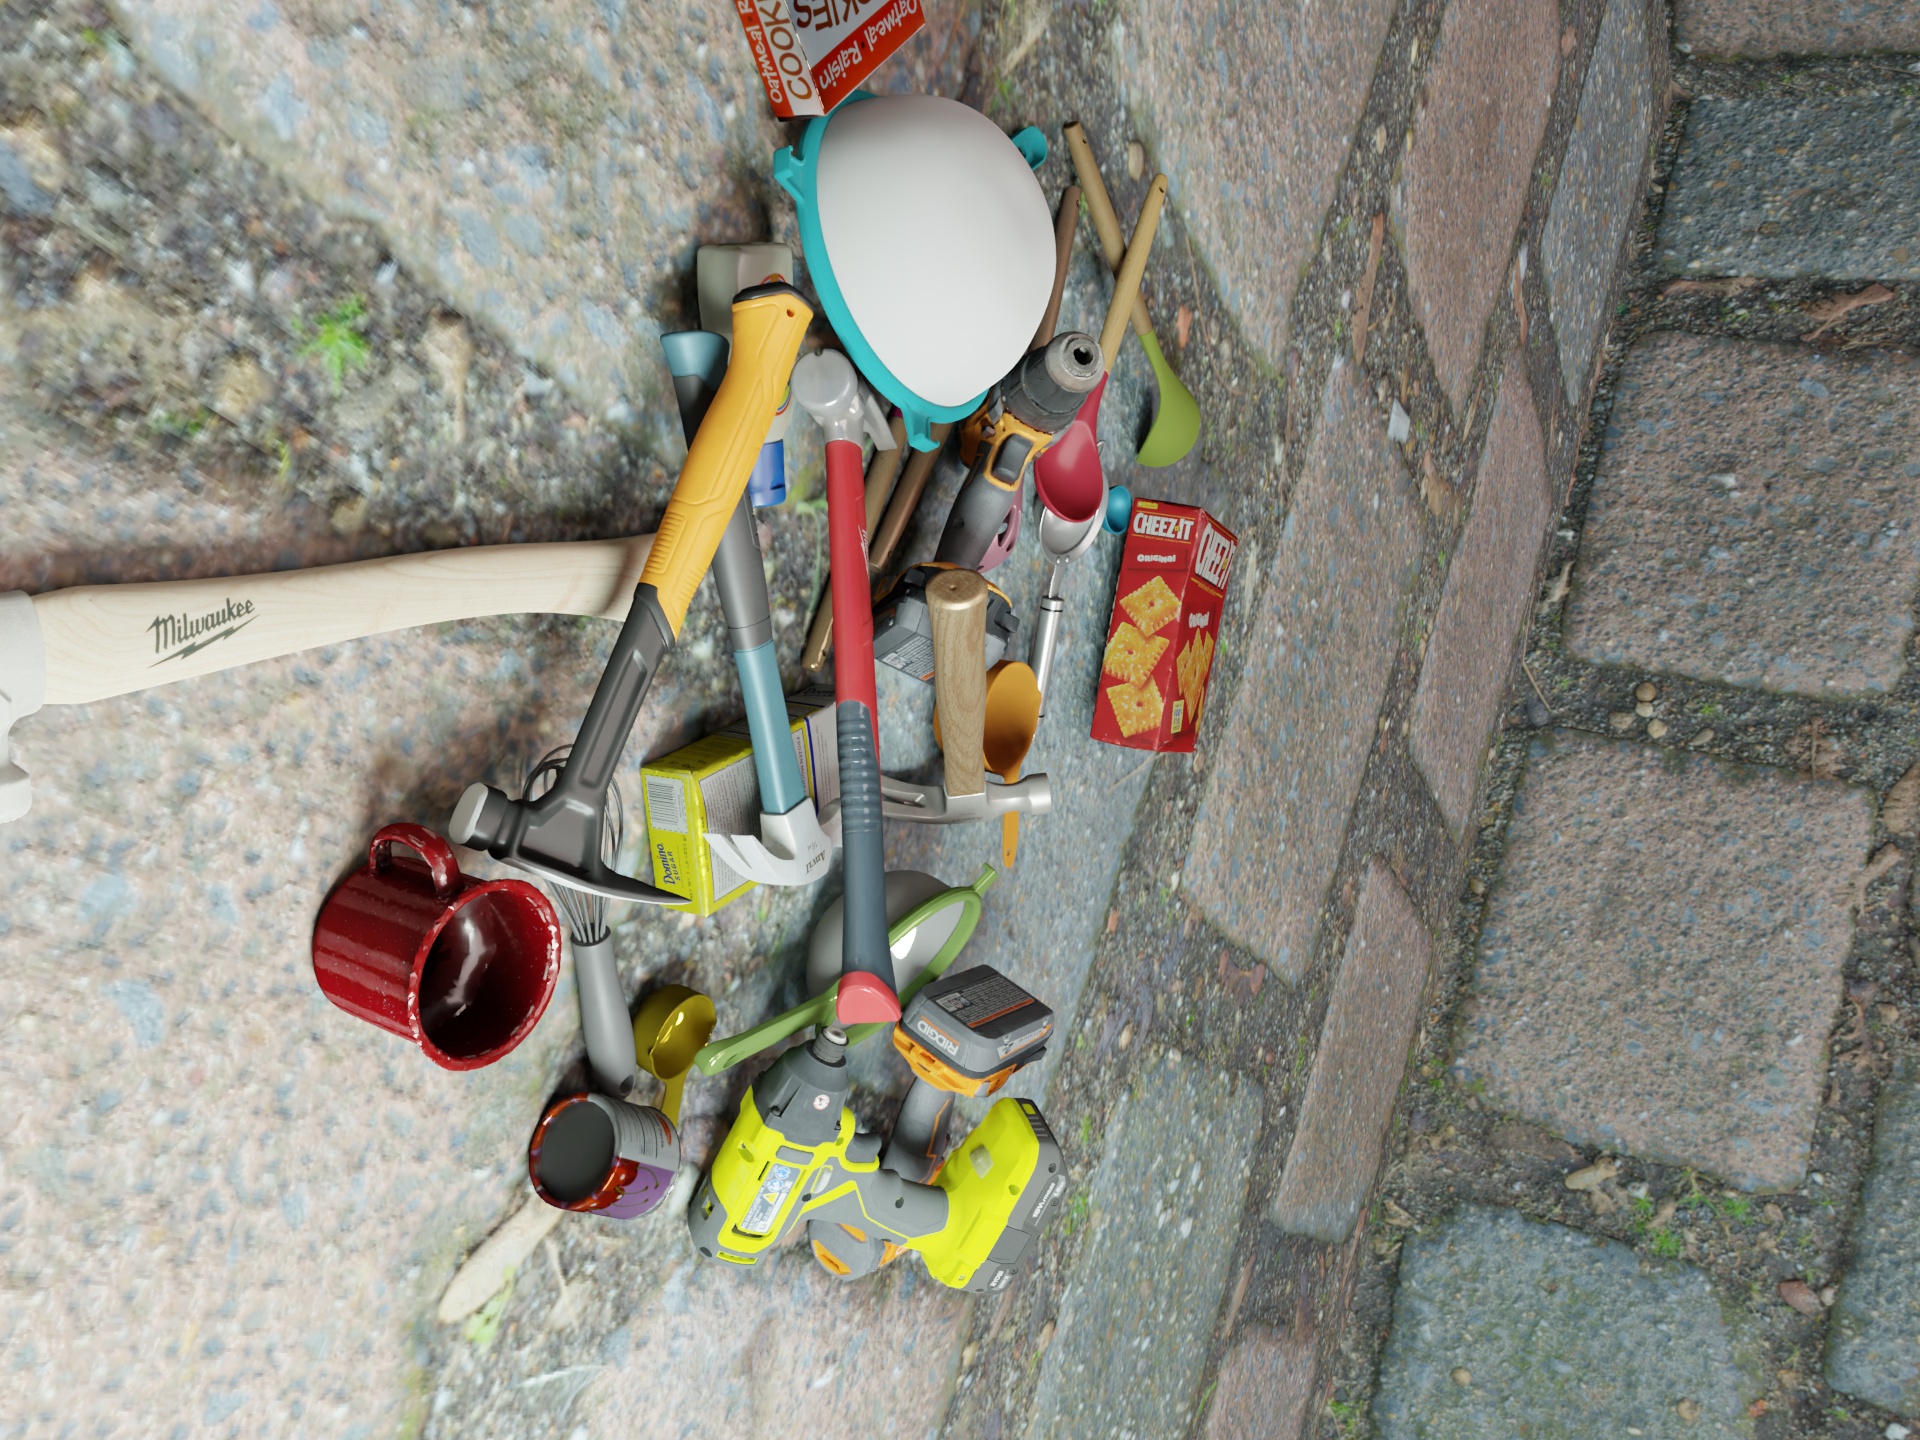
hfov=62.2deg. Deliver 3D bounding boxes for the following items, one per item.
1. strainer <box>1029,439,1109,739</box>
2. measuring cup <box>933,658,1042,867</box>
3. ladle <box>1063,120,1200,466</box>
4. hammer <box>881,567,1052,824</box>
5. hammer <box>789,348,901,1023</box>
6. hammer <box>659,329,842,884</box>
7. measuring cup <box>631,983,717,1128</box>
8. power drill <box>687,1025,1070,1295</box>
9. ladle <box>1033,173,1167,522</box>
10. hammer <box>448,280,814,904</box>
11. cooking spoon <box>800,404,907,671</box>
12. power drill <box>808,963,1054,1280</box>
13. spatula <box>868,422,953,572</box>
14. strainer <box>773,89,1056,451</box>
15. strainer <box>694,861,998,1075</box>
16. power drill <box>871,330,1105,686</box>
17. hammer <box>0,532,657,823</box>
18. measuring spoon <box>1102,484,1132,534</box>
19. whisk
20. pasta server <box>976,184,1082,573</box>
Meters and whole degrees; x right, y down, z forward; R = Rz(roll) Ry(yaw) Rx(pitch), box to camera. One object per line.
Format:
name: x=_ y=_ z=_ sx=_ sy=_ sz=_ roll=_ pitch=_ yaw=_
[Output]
strainer: x=0.074 y=-0.103 z=1.289 sx=0.087 sy=0.050 sz=0.258 roll=-10 pitch=114 yaw=-50
measuring cup: x=0.018 y=0.033 z=1.232 sx=0.095 sy=0.052 sz=0.173 roll=-34 pitch=130 yaw=-50
ladle: x=0.133 y=-0.344 z=1.316 sx=0.078 sy=0.062 sz=0.319 roll=-60 pitch=138 yaw=-34
hammer: x=-0.002 y=-0.003 z=1.044 sx=0.331 sy=0.130 sz=0.031 roll=87 pitch=-5 yaw=-64
hammer: x=-0.059 y=-0.015 z=0.955 sx=0.143 sy=0.038 sz=0.386 roll=42 pitch=44 yaw=-77
hammer: x=-0.121 y=-0.058 z=0.913 sx=0.128 sy=0.033 sz=0.330 roll=-39 pitch=125 yaw=-57
measuring cup: x=-0.190 y=0.234 z=0.987 sx=0.062 sy=0.029 sz=0.156 roll=-18 pitch=127 yaw=-57
power drill: x=-0.047 y=0.296 z=1.059 sx=0.223 sy=0.080 sz=0.171 roll=21 pitch=106 yaw=-27
ladle: x=0.115 y=-0.294 z=1.239 sx=0.069 sy=0.031 sz=0.315 roll=28 pitch=71 yaw=-31
hammer: x=-0.144 y=-0.073 z=0.832 sx=0.127 sy=0.034 sz=0.337 roll=27 pitch=78 yaw=-34
cooking spoon: x=-0.049 y=-0.180 z=1.077 sx=0.068 sy=0.017 sz=0.319 roll=41 pitch=65 yaw=-57
power drill: x=-0.016 y=0.301 z=1.200 sx=0.164 sy=0.084 sz=0.226 roll=-5 pitch=123 yaw=-59
spatula: x=-0.001 y=-0.241 z=1.136 sx=0.059 sy=0.018 sz=0.316 roll=63 pitch=46 yaw=-62
strainer: x=0.022 y=-0.334 z=1.026 sx=0.210 sy=0.095 sz=0.340 roll=62 pitch=37 yaw=-24
strainer: x=-0.093 y=0.166 z=1.070 sx=0.256 sy=0.069 sz=0.151 roll=-19 pitch=146 yaw=-49
power drill: x=0.022 y=-0.146 z=1.066 sx=0.084 sy=0.185 sz=0.226 roll=25 pitch=75 yaw=-13
hammer: x=-0.268 y=-0.066 z=0.734 sx=0.410 sy=0.038 sz=0.146 roll=-18 pitch=114 yaw=-56
measuring spoon: x=0.103 y=-0.194 z=1.337 sx=0.128 sy=0.021 sz=0.042 roll=25 pitch=77 yaw=-50
whisk: x=-0.206 y=0.120 z=0.895 sx=0.055 sy=0.055 sz=0.238 roll=-39 pitch=136 yaw=-47
pasta server: x=0.048 y=-0.260 z=1.209 sx=0.060 sy=0.040 sz=0.316 roll=28 pitch=72 yaw=-59
